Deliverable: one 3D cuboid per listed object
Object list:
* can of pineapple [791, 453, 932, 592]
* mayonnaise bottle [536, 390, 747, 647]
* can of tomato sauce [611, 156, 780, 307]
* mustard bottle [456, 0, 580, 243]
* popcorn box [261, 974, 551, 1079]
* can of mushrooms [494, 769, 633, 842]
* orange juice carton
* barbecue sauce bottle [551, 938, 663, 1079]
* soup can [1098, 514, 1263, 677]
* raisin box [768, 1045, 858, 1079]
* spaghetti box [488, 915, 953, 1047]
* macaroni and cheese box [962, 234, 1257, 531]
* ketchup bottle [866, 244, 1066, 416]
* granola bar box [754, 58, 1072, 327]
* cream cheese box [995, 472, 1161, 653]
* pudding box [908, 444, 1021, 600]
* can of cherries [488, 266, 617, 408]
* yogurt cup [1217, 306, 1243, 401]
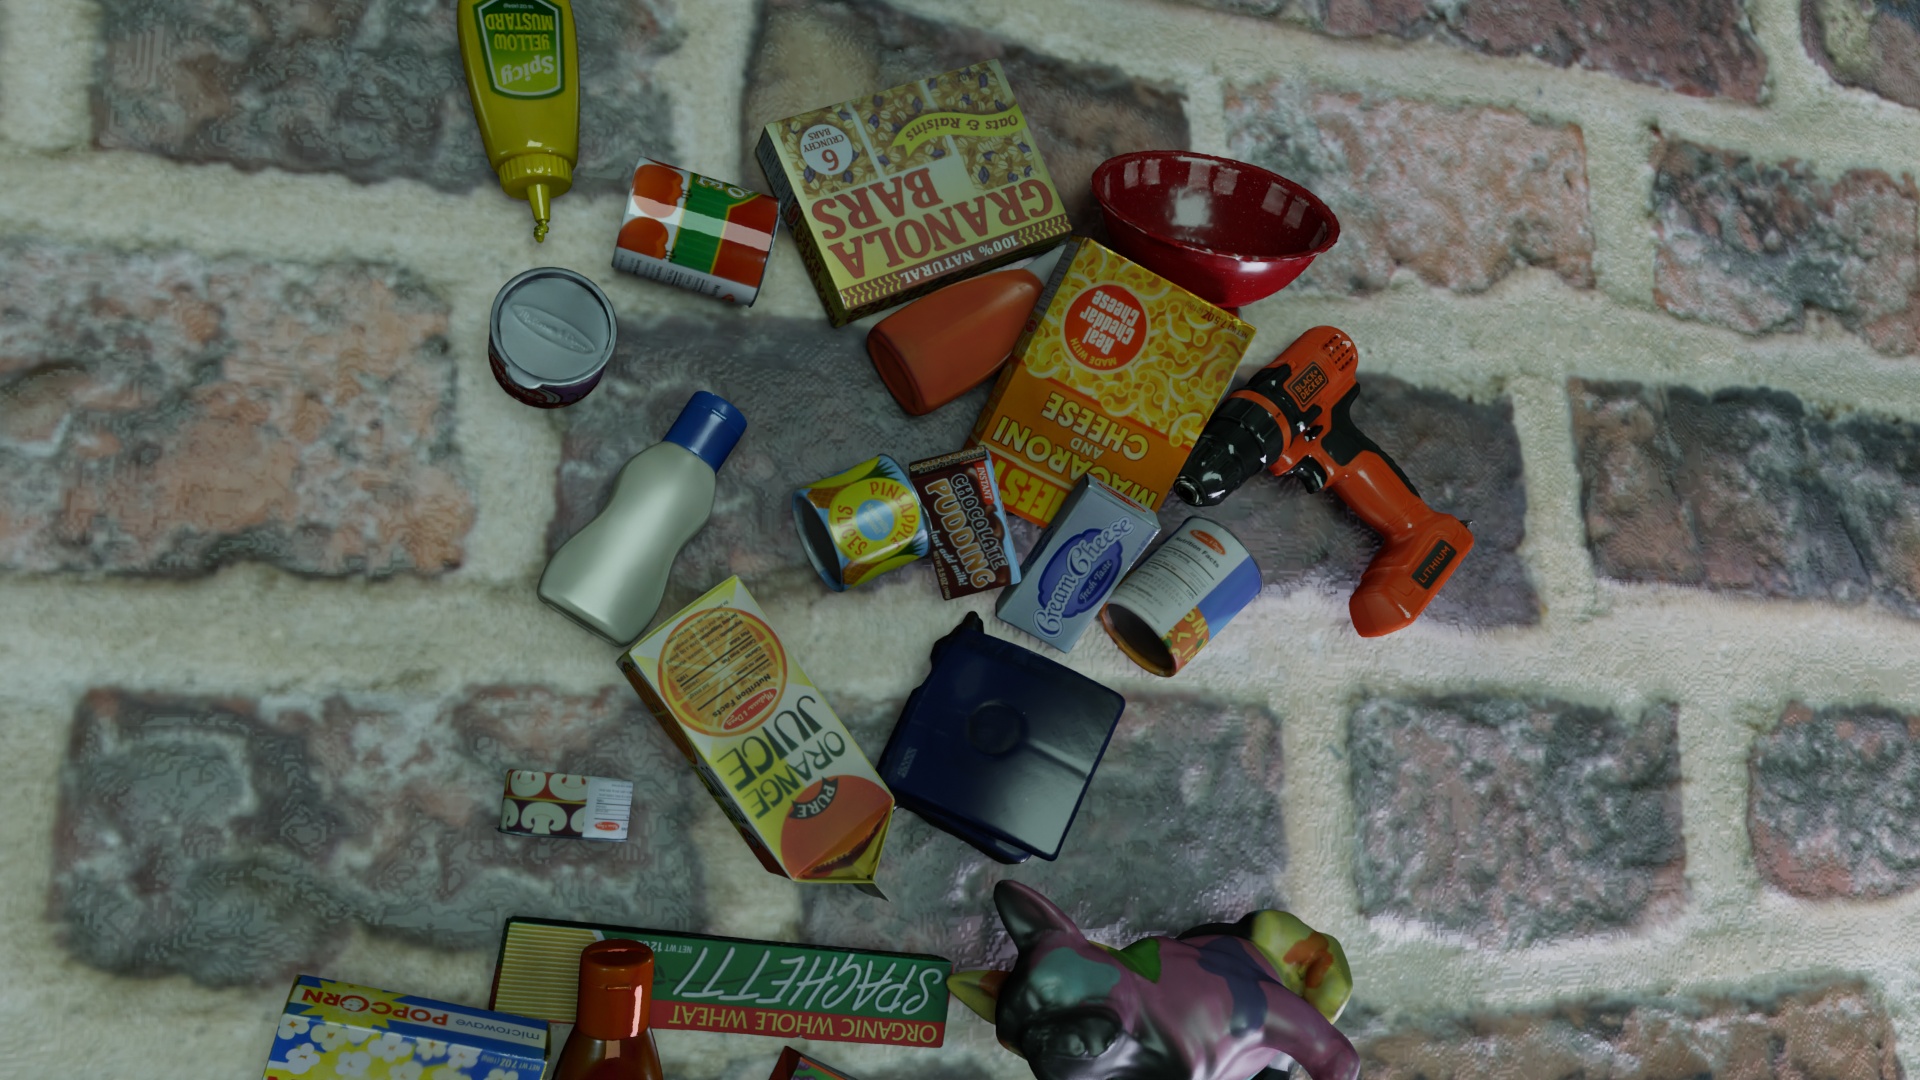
[{"bbox_3d":[-0.058,-0.010,0.807,0.058,0.071,0.071,-25,90,-21],"label":"can of pineapple"},{"bbox_3d":[-0.173,-0.016,0.783,0.065,0.041,0.148,34,70,-12],"label":"mayonnaise bottle"},{"bbox_3d":[-0.153,-0.180,0.804,0.083,0.071,0.071,14,77,-17],"label":"can of tomato sauce"},{"bbox_3d":[-0.246,-0.248,0.791,0.065,0.048,0.160,-8,83,-19],"label":"mustard bottle"},{"bbox_3d":[-0.276,0.271,0.682,0.127,0.038,0.085,18,98,-16],"label":"popcorn box"},{"bbox_3d":[-0.209,0.139,0.730,0.071,0.071,0.033,8,79,-18],"label":"can of mushrooms"},{"bbox_3d":[-0.103,0.120,0.768,0.073,0.071,0.192,-36,94,-21],"label":"orange juice carton"},{"bbox_3d":[-0.180,0.280,0.705,0.065,0.044,0.148,4,97,-17],"label":"barbecue sauce bottle"},{"bbox_3d":[0.138,0.037,0.874,0.084,0.071,0.071,-41,96,-20],"label":"soup can"},{"bbox_3d":[-0.059,0.346,0.762,0.123,0.040,0.086,32,71,-13],"label":"raisin box"},{"bbox_3d":[-0.124,0.243,0.761,0.250,0.028,0.050,11,78,-18],"label":"spaghetti box"},{"bbox_3d":[0.086,-0.085,0.854,0.124,0.040,0.166,25,99,-13],"label":"macaroni and cheese box"},{"bbox_3d":[0.017,-0.138,0.871,0.149,0.043,0.064,-33,94,-22],"label":"ketchup bottle"},{"bbox_3d":[-0.028,-0.219,0.871,0.166,0.039,0.124,-24,89,-22],"label":"granola bar box"},{"bbox_3d":[0.070,0.015,0.844,0.053,0.024,0.103,29,110,-14],"label":"cream cheese box"},{"bbox_3d":[0.003,-0.010,0.826,0.050,0.030,0.083,-14,114,3],"label":"pudding box"},{"bbox_3d":[-0.229,-0.109,0.769,0.071,0.058,0.071,3,80,-20],"label":"can of cherries"},{"bbox_3d":[0.147,-0.126,0.906,0.054,0.072,0.072,11,77,-10],"label":"yogurt cup"}]
